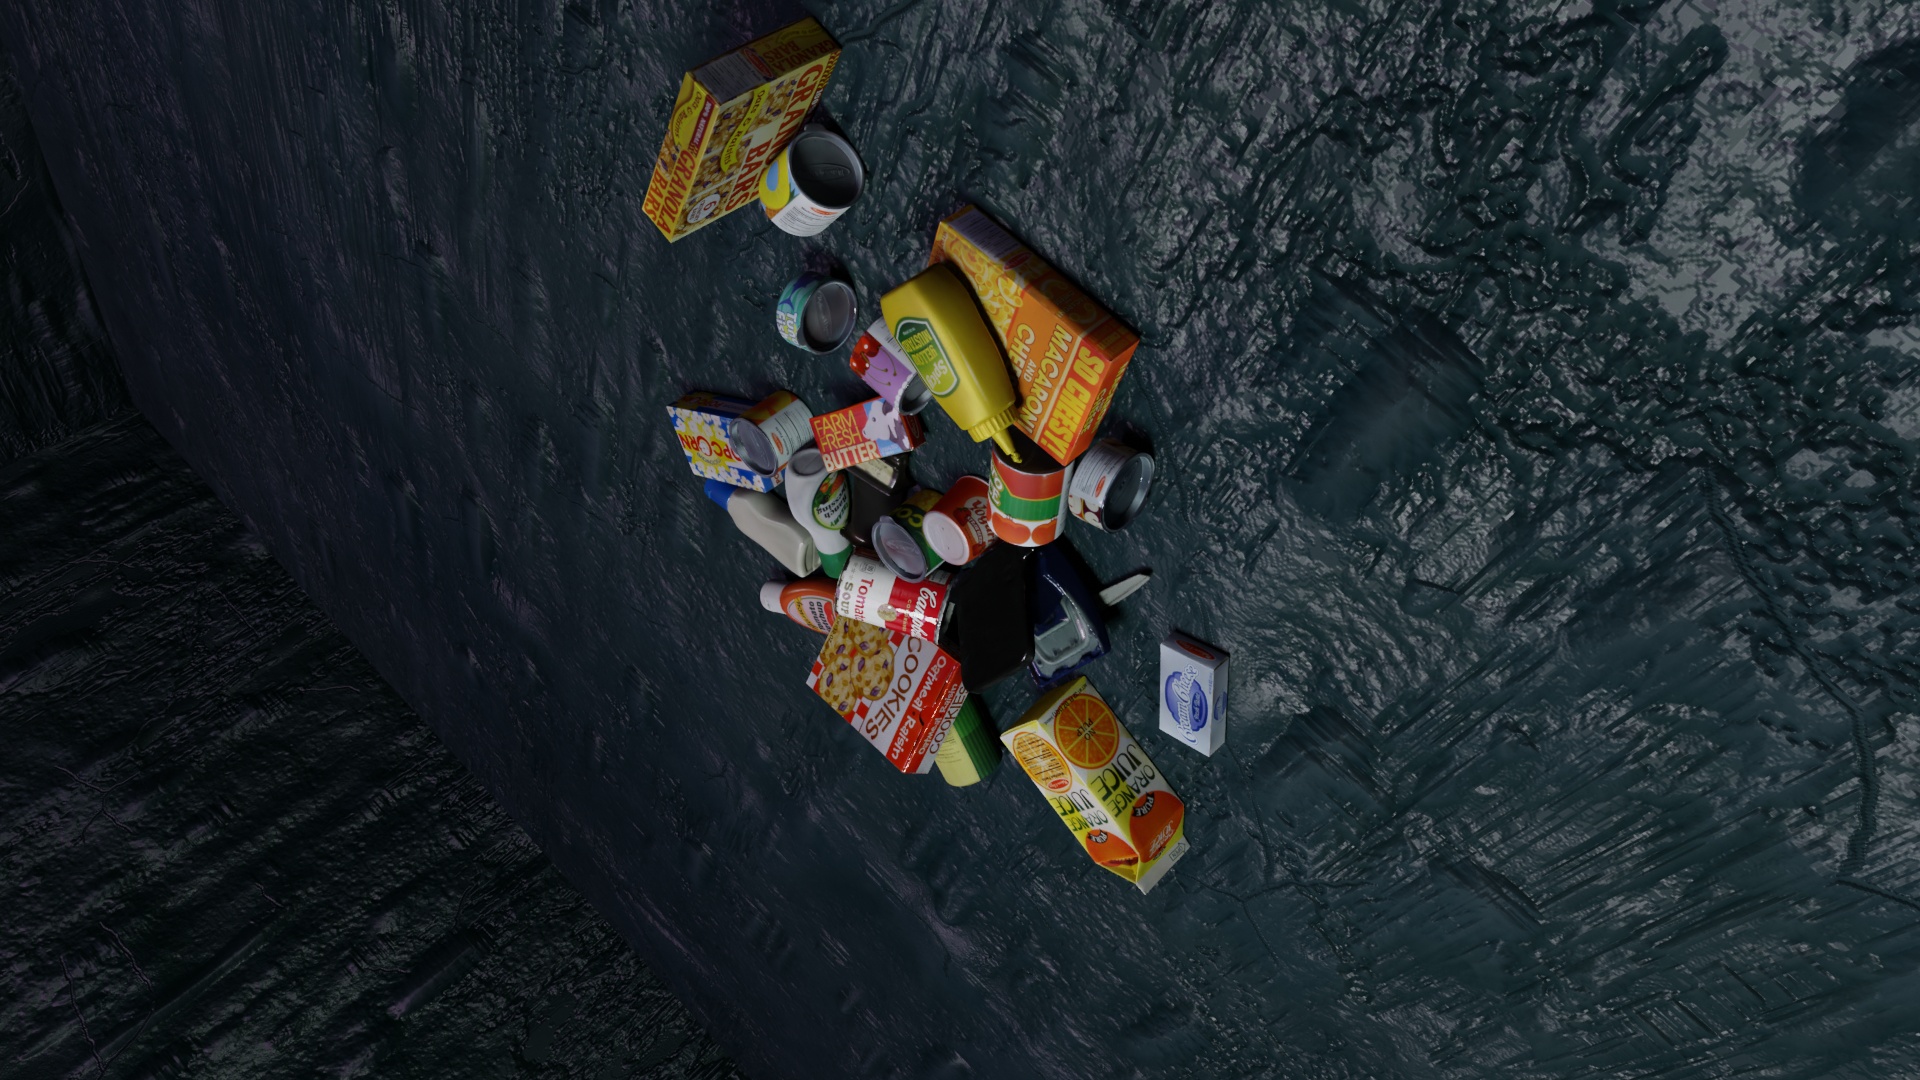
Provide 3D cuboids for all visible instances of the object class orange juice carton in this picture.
[{"bbox_3d":[0.131,0.226,1.265,0.192,0.072,0.072,52,147,-2],"label":"orange juice carton"}]

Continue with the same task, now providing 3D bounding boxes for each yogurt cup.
[{"bbox_3d":[0.004,-0.015,1.201,0.072,0.054,0.072,31,141,29],"label":"yogurt cup"}]

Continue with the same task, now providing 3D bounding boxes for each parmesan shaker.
[{"bbox_3d":[-0.009,0.187,1.398,0.071,0.071,0.102,0,122,50],"label":"parmesan shaker"}]

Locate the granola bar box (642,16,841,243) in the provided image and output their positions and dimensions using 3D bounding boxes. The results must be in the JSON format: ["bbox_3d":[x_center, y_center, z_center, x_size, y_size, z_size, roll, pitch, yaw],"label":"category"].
[{"bbox_3d":[-0.170,-0.312,1.059,0.039,0.125,0.164,49,146,4],"label":"granola bar box"}]

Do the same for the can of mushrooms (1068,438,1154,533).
[{"bbox_3d":[0.113,-0.040,1.040,0.033,0.071,0.070,28,140,30],"label":"can of mushrooms"}]

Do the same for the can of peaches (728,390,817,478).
[{"bbox_3d":[-0.180,-0.103,1.332,0.071,0.058,0.070,31,142,28],"label":"can of peaches"}]

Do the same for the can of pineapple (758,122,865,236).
[{"bbox_3d":[-0.116,-0.280,1.083,0.071,0.071,0.057,57,146,-8],"label":"can of pineapple"}]

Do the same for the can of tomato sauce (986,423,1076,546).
[{"bbox_3d":[0.053,-0.046,1.100,0.071,0.071,0.082,33,143,25],"label":"can of tomato sauce"}]

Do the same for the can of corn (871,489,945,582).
[{"bbox_3d":[-0.037,-0.007,1.254,0.071,0.058,0.070,31,141,28],"label":"can of corn"}]

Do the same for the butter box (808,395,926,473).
[{"bbox_3d":[-0.083,-0.096,1.223,0.103,0.024,0.053,-12,100,36],"label":"butter box"}]

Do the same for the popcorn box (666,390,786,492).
[{"bbox_3d":[-0.237,-0.102,1.417,0.127,0.038,0.085,14,132,42],"label":"popcorn box"}]

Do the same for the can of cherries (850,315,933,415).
[{"bbox_3d":[-0.048,-0.143,1.128,0.058,0.072,0.071,41,145,14],"label":"can of cherries"}]

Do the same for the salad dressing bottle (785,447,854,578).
[{"bbox_3d":[-0.131,-0.024,1.351,0.044,0.064,0.147,22,145,27],"label":"salad dressing bottle"}]

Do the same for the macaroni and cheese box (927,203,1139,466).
[{"bbox_3d":[0.044,-0.152,1.036,0.167,0.040,0.123,41,146,15],"label":"macaroni and cheese box"}]

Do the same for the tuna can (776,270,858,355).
[{"bbox_3d":[-0.122,-0.190,1.168,0.033,0.071,0.070,25,139,35],"label":"tuna can"}]

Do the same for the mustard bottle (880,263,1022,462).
[{"bbox_3d":[0.003,-0.124,1.027,0.160,0.049,0.065,58,148,-9],"label":"mustard bottle"}]

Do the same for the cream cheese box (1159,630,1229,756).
[{"bbox_3d":[0.191,0.126,1.142,0.053,0.024,0.103,27,139,34],"label":"cream cheese box"}]

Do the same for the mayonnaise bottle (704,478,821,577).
[{"bbox_3d":[-0.206,-0.024,1.454,0.148,0.041,0.064,36,142,24],"label":"mayonnaise bottle"}]

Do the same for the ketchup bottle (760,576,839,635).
[{"bbox_3d":[-0.156,0.067,1.478,0.149,0.044,0.064,8,127,47],"label":"ketchup bottle"}]

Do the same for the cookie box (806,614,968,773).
[{"bbox_3d":[-0.069,0.131,1.354,0.168,0.040,0.122,36,105,40],"label":"cookie box"}]
